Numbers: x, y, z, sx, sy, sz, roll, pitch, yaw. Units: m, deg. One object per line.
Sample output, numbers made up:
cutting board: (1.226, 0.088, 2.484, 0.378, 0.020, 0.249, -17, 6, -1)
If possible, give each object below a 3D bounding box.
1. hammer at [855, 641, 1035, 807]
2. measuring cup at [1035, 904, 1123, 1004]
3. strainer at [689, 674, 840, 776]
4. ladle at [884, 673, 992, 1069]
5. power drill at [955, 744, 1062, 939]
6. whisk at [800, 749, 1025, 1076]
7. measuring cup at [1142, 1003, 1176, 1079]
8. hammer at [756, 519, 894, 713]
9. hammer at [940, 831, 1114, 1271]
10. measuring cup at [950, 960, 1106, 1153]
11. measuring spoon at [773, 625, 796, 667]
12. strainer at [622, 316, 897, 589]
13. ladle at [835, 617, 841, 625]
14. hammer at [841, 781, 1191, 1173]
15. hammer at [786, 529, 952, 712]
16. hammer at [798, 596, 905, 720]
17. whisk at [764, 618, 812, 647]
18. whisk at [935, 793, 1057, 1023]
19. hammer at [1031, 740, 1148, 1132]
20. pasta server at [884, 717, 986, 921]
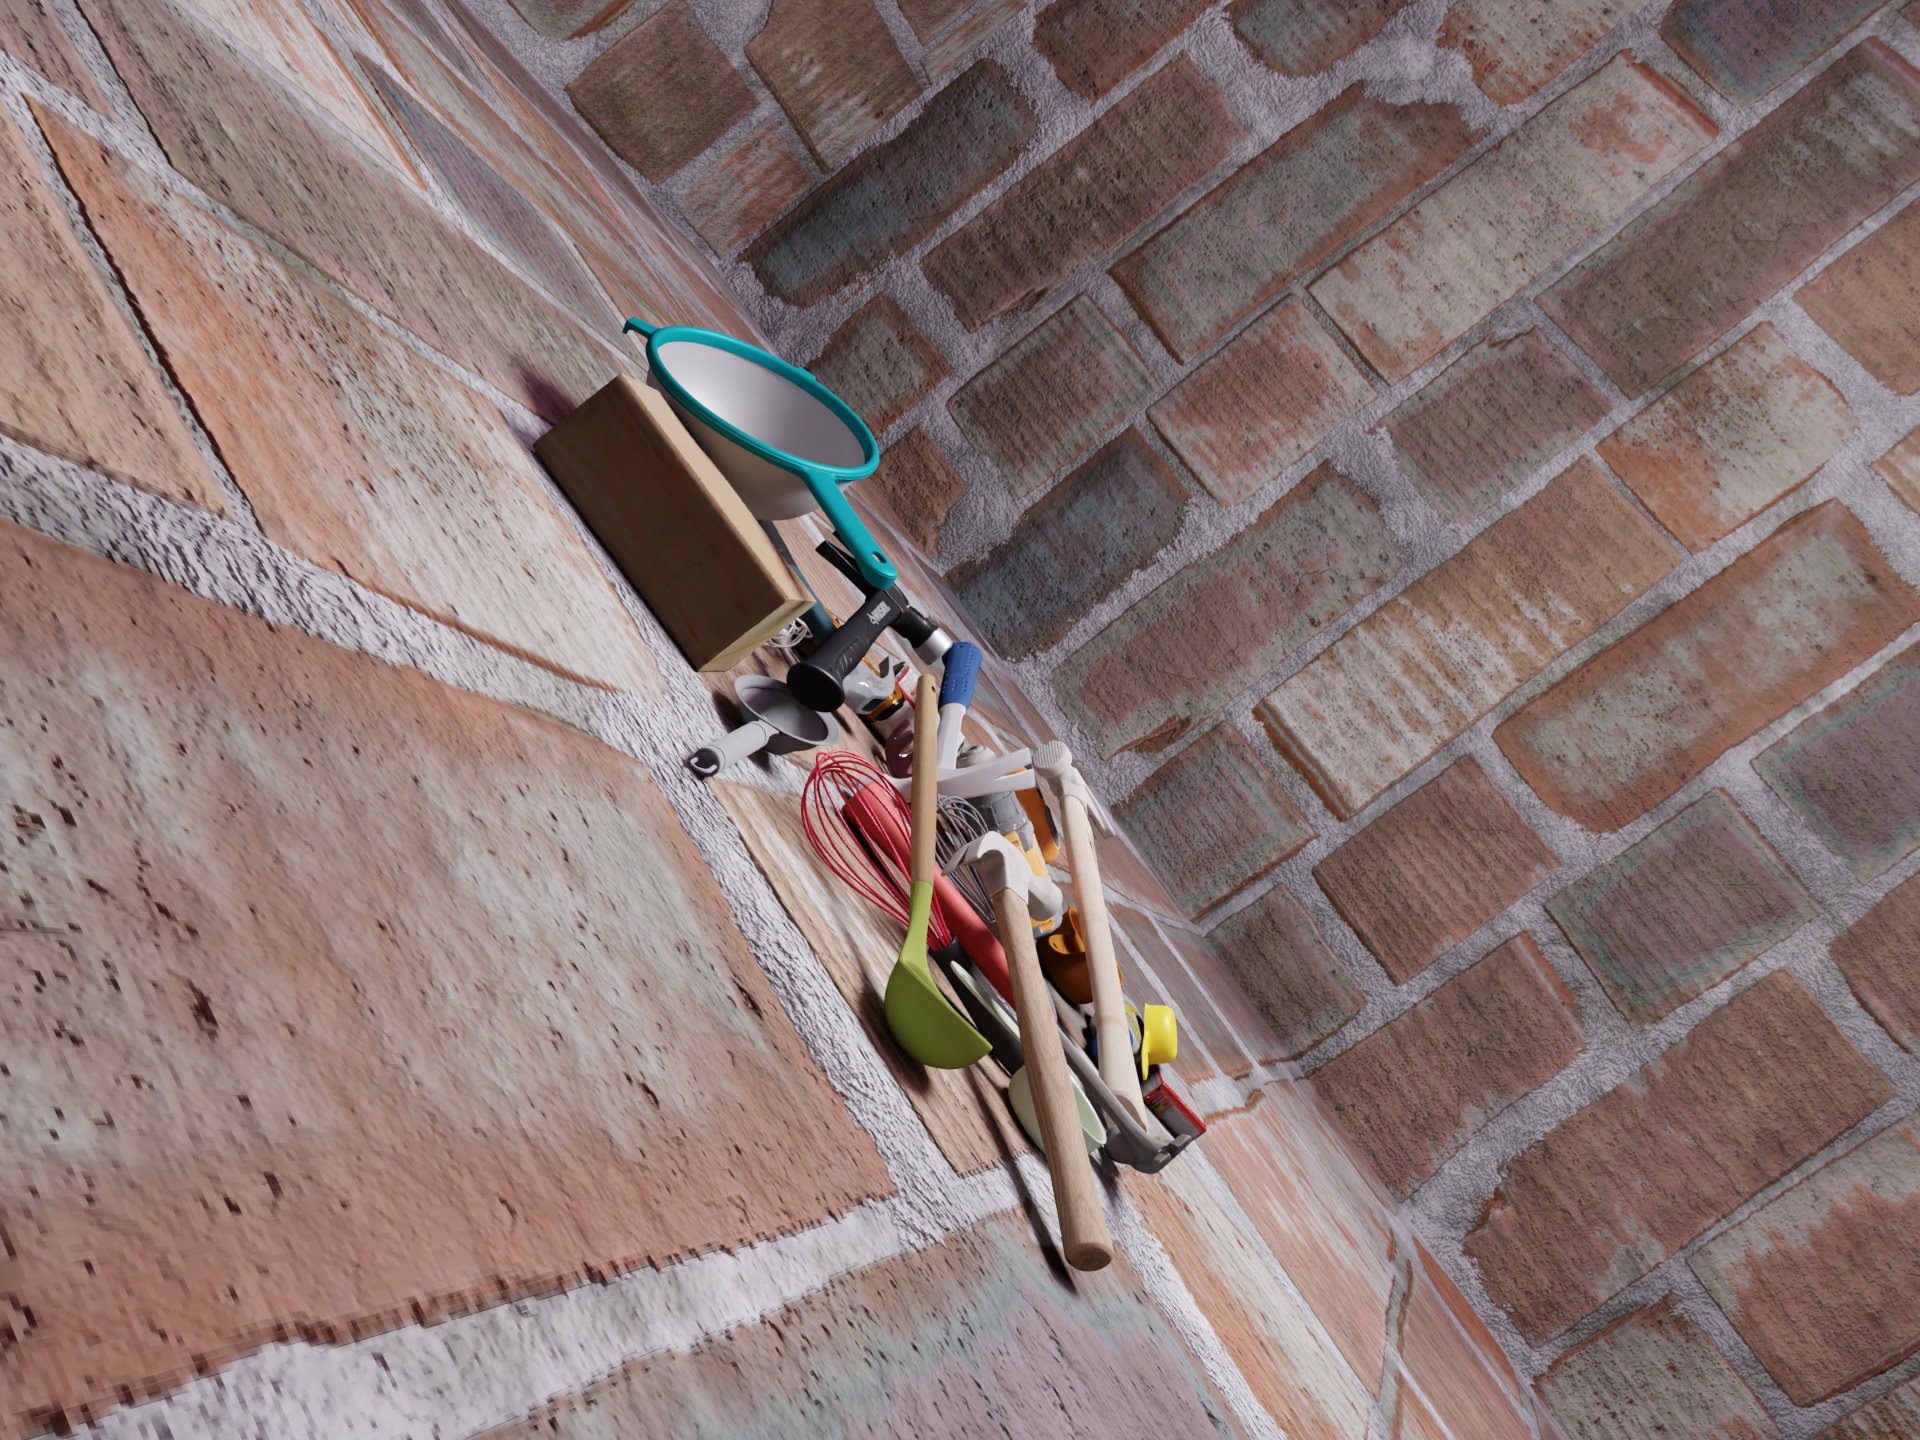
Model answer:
hammer: (-0.002, -0.005, 1.471, 0.406, 0.144, 0.035, -80, 161, -72)
measuring cup: (0.097, 0.228, 1.516, 0.095, 0.052, 0.173, 57, 14, 20)
strainer: (-0.141, 0.010, 1.087, 0.087, 0.050, 0.258, 32, 12, 3)
ladle: (-0.014, 0.085, 1.052, 0.078, 0.062, 0.320, 51, 28, -41)
power drill: (0.040, 0.094, 1.535, 0.226, 0.084, 0.185, -85, 156, -77)
whisk: (-0.024, 0.144, 1.124, 0.295, 0.073, 0.073, 58, 5, -17)
measuring cup: (0.187, 0.309, 1.495, 0.156, 0.029, 0.062, -28, 114, -80)
hammer: (-0.157, -0.138, 1.371, 0.331, 0.033, 0.128, 56, 17, 23)
hammer: (0.051, 0.206, 1.061, 0.129, 0.031, 0.332, 43, 23, -39)
measuring cup: (0.036, 0.239, 1.105, 0.167, 0.038, 0.083, 50, 7, -7)
measuring spoon: (-0.144, -0.050, 1.454, 0.124, 0.018, 0.034, 57, 8, 25)
strainer: (-0.151, -0.189, 1.288, 0.210, 0.095, 0.341, 7, 37, -43)
ladle: (-0.059, -0.003, 1.743, 0.315, 0.031, 0.069, 49, 10, -41)
hammer: (0.035, 0.192, 1.206, 0.359, 0.037, 0.149, 51, -15, 7)
hammer: (-0.087, -0.073, 1.284, 0.146, 0.035, 0.335, 48, 17, -6)
hammer: (-0.169, -0.136, 1.473, 0.337, 0.034, 0.127, 51, 23, 1)
whisk: (-0.208, -0.133, 1.348, 0.059, 0.058, 0.246, 16, -16, 44)
whisk: (0.026, 0.159, 1.294, 0.055, 0.055, 0.238, -109, 174, -69)
hammer: (0.130, 0.206, 1.469, 0.411, 0.038, 0.146, -96, 159, -47)
pasta server: (-0.002, 0.121, 1.444, 0.317, 0.040, 0.060, 59, -5, 37)
